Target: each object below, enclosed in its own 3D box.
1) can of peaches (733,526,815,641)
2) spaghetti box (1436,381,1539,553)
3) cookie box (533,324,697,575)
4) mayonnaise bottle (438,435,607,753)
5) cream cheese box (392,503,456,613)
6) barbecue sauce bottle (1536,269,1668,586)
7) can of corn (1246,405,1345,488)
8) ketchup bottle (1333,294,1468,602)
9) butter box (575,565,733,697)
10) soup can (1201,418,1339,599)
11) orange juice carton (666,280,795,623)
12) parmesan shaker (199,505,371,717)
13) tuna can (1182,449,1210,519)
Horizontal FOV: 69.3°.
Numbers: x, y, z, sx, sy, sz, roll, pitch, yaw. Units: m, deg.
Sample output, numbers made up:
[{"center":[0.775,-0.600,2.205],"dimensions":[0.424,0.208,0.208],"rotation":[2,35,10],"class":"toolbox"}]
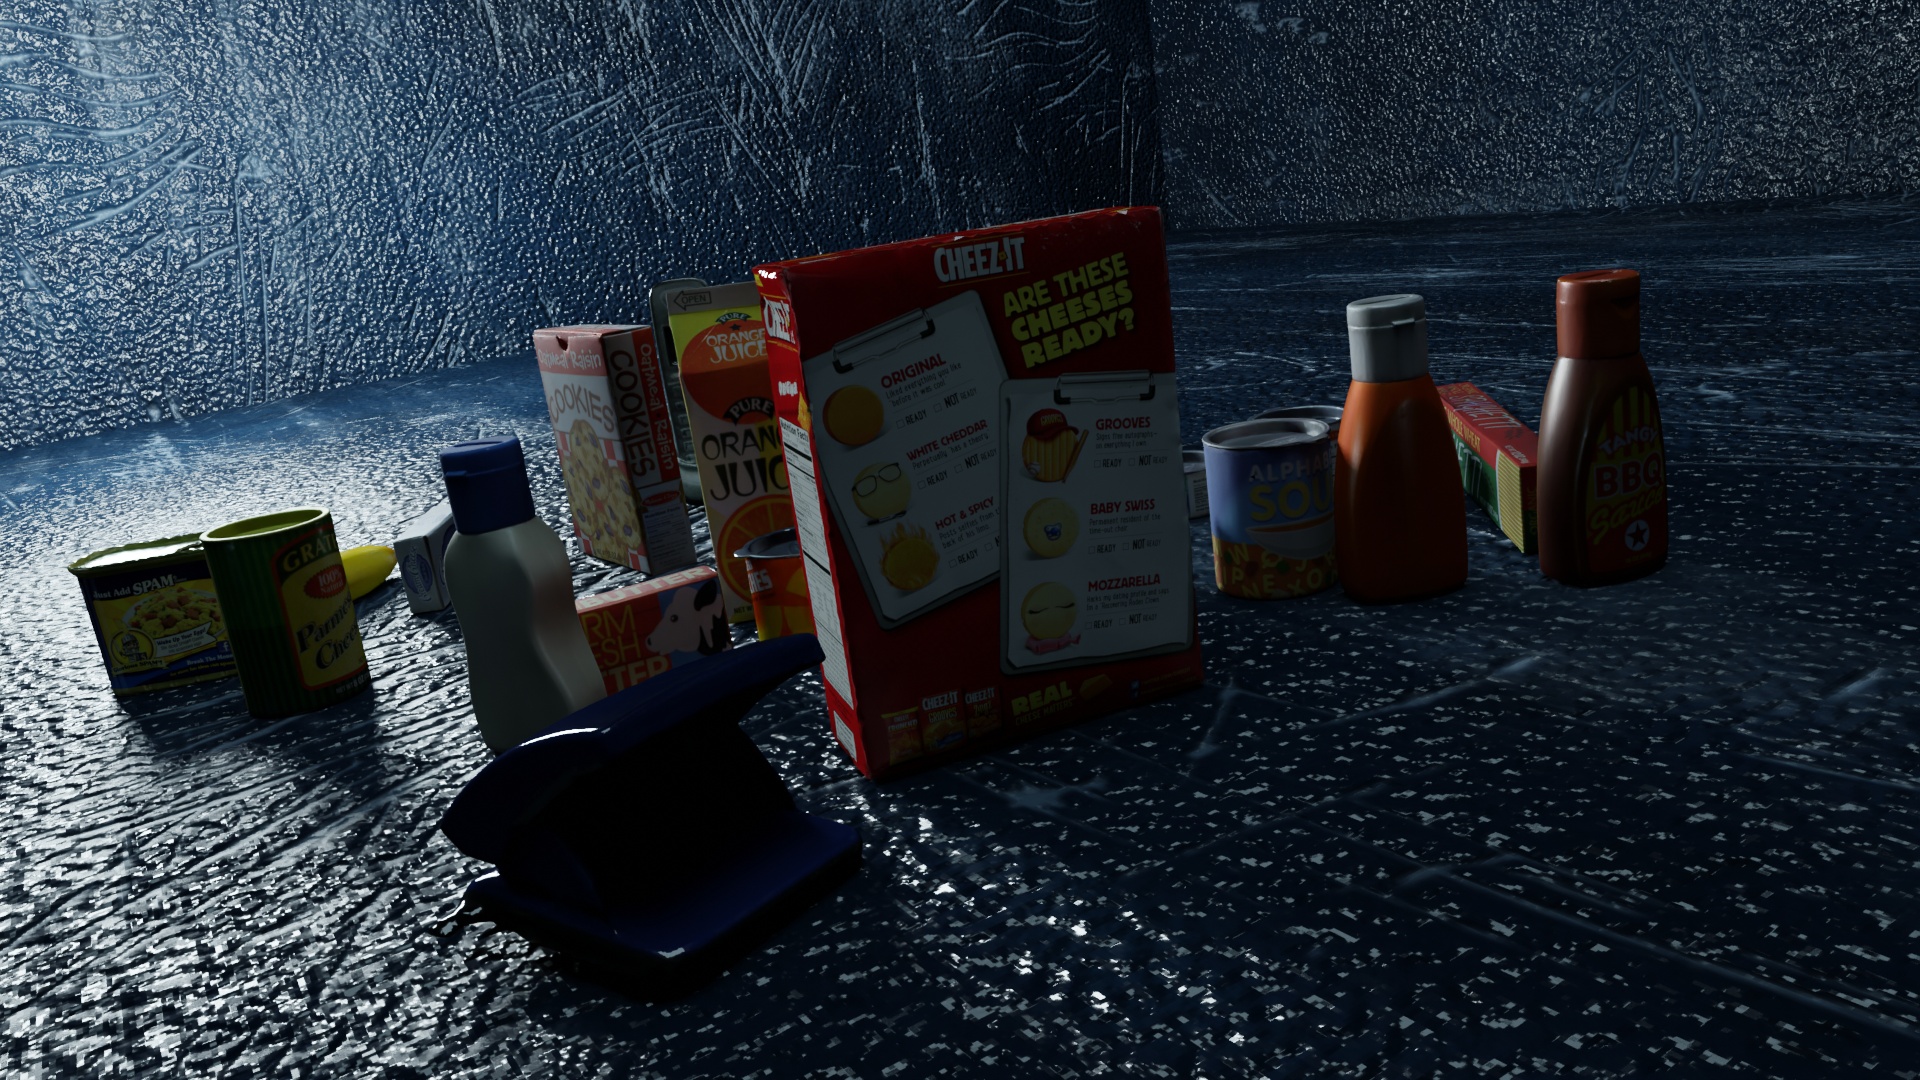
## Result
[{"center":[-0.083,0.027,0.756],"dimensions":[0.071,0.058,0.071],"rotation":[-8,15,2],"class":"can of peaches"},{"center":[0.323,-0.051,0.845],"dimensions":[0.029,0.050,0.251],"rotation":[-6,15,9],"class":"spaghetti box"},{"center":[-0.245,-0.067,0.977],"dimensions":[0.040,0.167,0.123],"rotation":[-19,18,-35],"class":"cookie box"},{"center":[-0.208,0.026,0.650],"dimensions":[0.065,0.147,0.041],"rotation":[-2,16,23],"class":"mayonnaise bottle"},{"center":[-0.365,0.011,0.971],"dimensions":[0.024,0.053,0.104],"rotation":[-9,15,-4],"class":"cream cheese box"},{"center":[0.313,-0.056,0.679],"dimensions":[0.065,0.148,0.044],"rotation":[-13,15,-19],"class":"barbecue sauce bottle"},{"center":[0.218,-0.052,0.887],"dimensions":[0.071,0.058,0.071],"rotation":[-8,15,2],"class":"can of corn"},{"center":[0.217,-0.046,0.692],"dimensions":[0.065,0.148,0.043],"rotation":[-10,15,-8],"class":"ketchup bottle"},{"center":[-0.172,0.052,0.720],"dimensions":[0.104,0.053,0.024],"rotation":[-15,16,-25],"class":"butter box"},{"center":[0.167,-0.017,0.737],"dimensions":[0.071,0.083,0.071],"rotation":[-8,15,2],"class":"soup can"},{"center":[-0.122,-0.056,0.823],"dimensions":[0.072,0.192,0.073],"rotation":[-11,15,-10],"class":"orange juice carton"},{"center":[-0.375,0.038,0.779],"dimensions":[0.071,0.102,0.071],"rotation":[-8,15,2],"class":"parmesan shaker"},{"center":[0.140,-0.037,0.921],"dimensions":[0.071,0.032,0.071],"rotation":[-8,15,2],"class":"tuna can"}]
